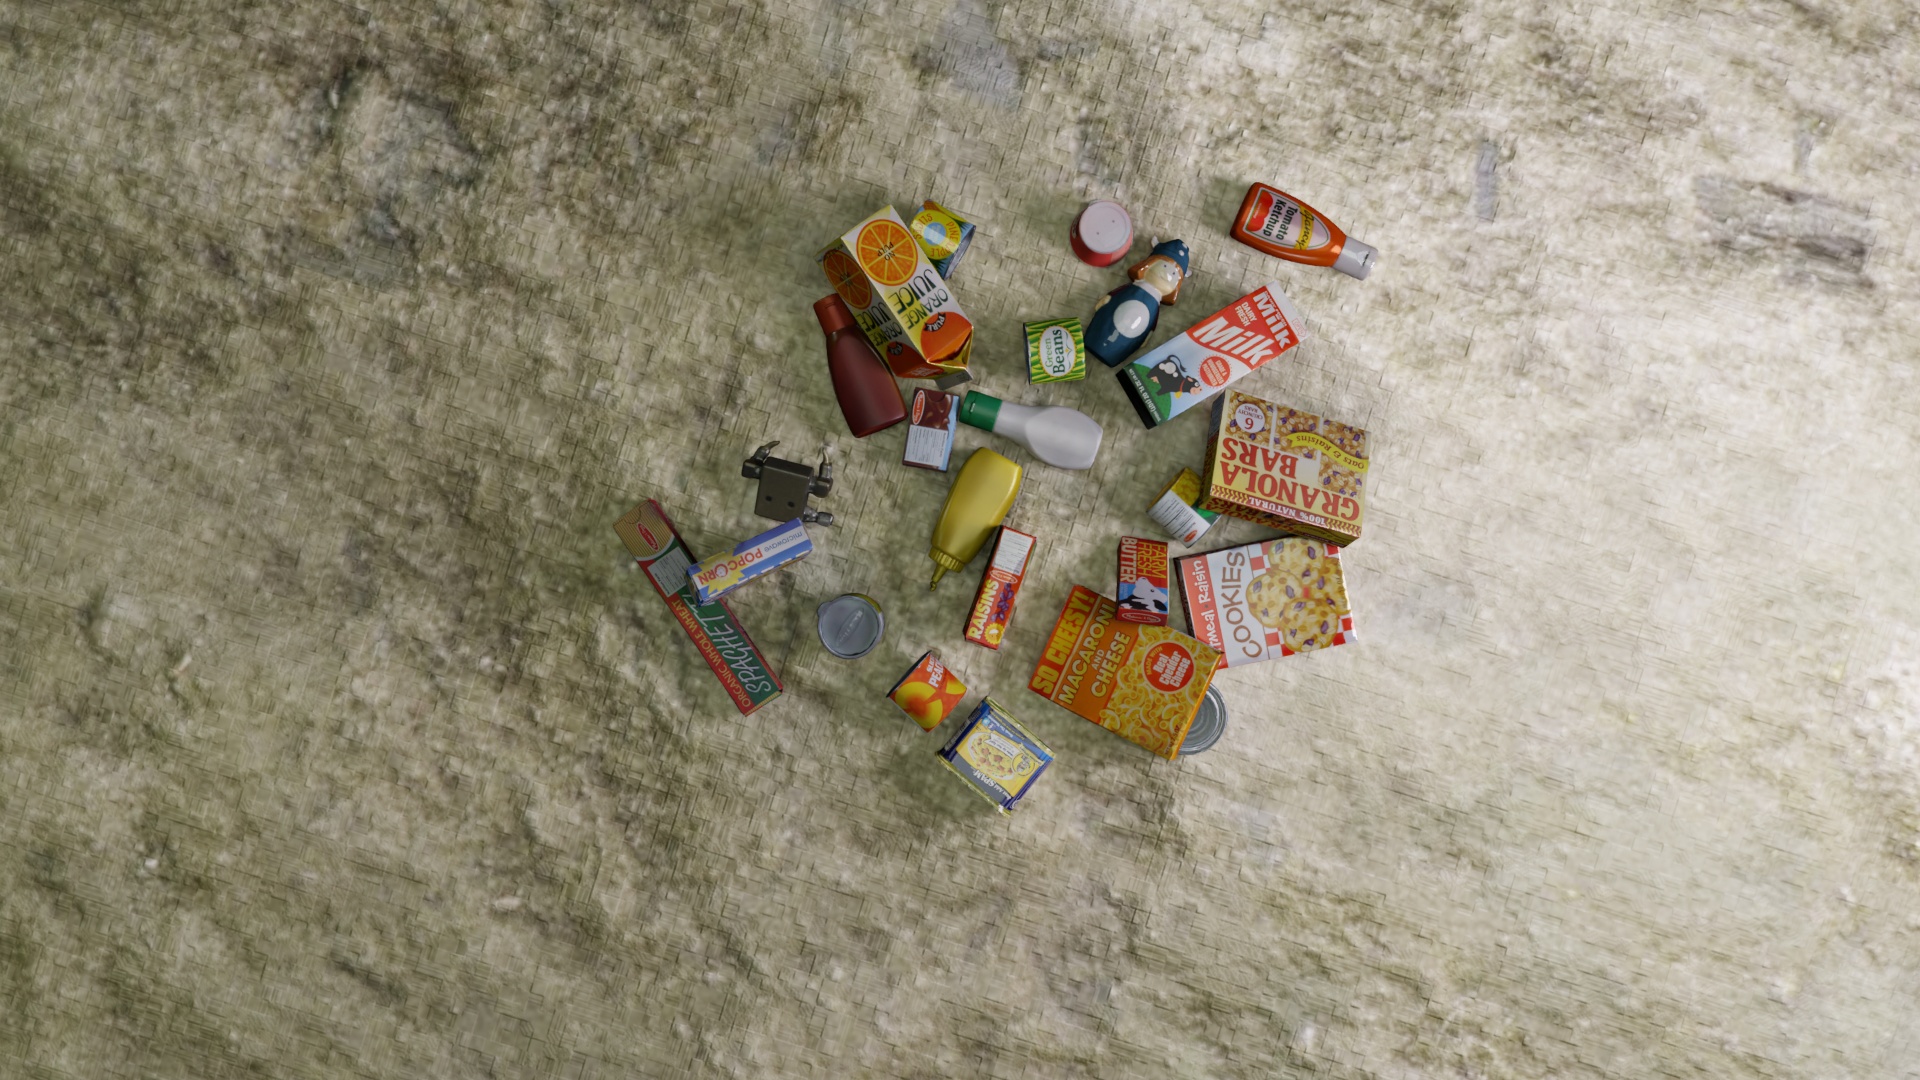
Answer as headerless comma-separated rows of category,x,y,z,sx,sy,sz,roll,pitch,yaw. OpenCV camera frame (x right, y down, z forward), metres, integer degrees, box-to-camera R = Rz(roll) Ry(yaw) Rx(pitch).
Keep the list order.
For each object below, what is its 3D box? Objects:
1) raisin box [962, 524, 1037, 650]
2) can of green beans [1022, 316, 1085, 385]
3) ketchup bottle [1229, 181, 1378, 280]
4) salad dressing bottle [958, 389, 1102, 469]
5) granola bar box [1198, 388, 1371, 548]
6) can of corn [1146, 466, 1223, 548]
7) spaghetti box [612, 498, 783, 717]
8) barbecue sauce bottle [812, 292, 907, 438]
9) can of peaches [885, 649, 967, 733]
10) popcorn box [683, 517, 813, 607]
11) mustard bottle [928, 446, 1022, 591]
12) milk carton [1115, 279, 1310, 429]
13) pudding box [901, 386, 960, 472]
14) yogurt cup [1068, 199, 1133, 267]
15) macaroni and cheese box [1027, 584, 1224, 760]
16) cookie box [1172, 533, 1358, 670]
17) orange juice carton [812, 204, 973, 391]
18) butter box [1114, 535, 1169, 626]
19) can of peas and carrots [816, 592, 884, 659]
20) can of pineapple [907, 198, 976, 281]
raisin box,0.040,0.047,1.440,0.040,0.086,0.123,19,91,-2
can of green beans,0.097,-0.197,1.445,0.058,0.071,0.071,-6,91,0
ketchup bottle,0.361,-0.318,1.453,0.149,0.043,0.064,24,91,-1
salad dressing bottle,0.073,-0.119,1.459,0.148,0.044,0.064,19,93,1
granola bar box,0.333,-0.073,1.428,0.166,0.039,0.124,15,68,-9
can of corn,0.237,-0.036,1.449,0.058,0.071,0.071,41,91,0
spaghetti box,-0.277,0.072,1.471,0.050,0.028,0.250,-35,91,1
barbecue sauce bottle,-0.111,-0.186,1.458,0.065,0.043,0.148,-23,90,1
can of peaches,-0.034,0.158,1.451,0.058,0.071,0.071,44,91,-1
popcorn box,-0.218,0.023,1.426,0.127,0.085,0.038,-25,89,-16
mustard bottle,0.005,-0.018,1.457,0.065,0.049,0.160,30,92,8
milk carton,0.263,-0.193,1.440,0.190,0.073,0.072,-31,91,1
pudding box,-0.031,-0.116,1.465,0.050,0.030,0.083,10,91,1
yogurt cup,0.149,-0.322,1.449,0.072,0.054,0.072,0,92,0
macaroni and cheese box,0.171,0.136,1.441,0.166,0.040,0.123,25,91,18
cookie box,0.319,0.062,1.462,0.167,0.040,0.123,-11,91,0
orange juice carton,-0.057,-0.237,1.421,0.073,0.071,0.192,-42,104,-27
butter box,0.189,0.042,1.438,0.053,0.024,0.104,8,46,0
can of peas and carrots,-0.116,0.087,1.455,0.071,0.059,0.071,0,91,1
can of pineapple,-0.024,-0.313,1.442,0.058,0.071,0.071,30,91,0
